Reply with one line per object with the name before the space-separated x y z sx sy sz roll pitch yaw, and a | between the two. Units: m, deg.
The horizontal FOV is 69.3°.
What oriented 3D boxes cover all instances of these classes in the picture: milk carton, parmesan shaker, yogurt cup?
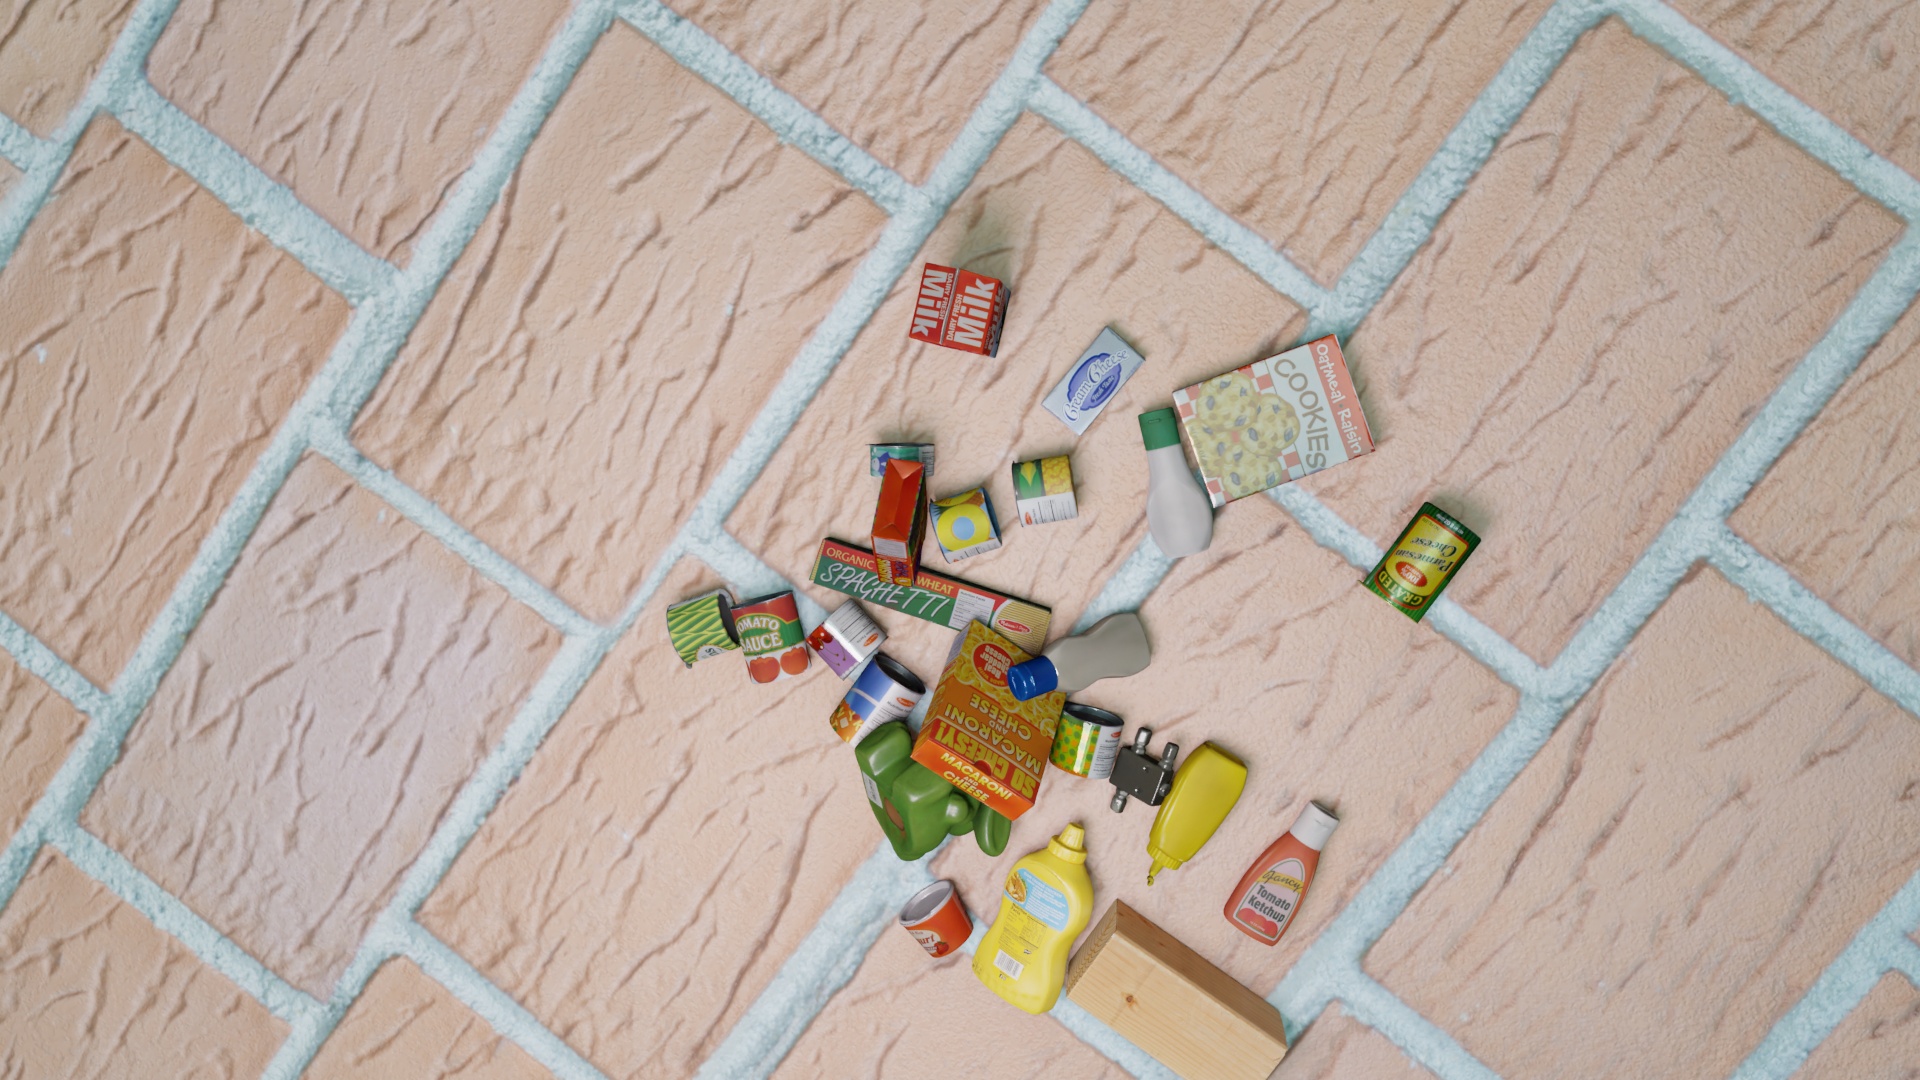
milk carton | 0.000 -0.218 1.322 0.073 0.191 0.072 14 98 5
parmesan shaker | 0.448 0.020 1.359 0.071 0.071 0.103 35 98 2
yogurt cup | -0.023 0.397 1.451 0.072 0.072 0.054 -32 99 9

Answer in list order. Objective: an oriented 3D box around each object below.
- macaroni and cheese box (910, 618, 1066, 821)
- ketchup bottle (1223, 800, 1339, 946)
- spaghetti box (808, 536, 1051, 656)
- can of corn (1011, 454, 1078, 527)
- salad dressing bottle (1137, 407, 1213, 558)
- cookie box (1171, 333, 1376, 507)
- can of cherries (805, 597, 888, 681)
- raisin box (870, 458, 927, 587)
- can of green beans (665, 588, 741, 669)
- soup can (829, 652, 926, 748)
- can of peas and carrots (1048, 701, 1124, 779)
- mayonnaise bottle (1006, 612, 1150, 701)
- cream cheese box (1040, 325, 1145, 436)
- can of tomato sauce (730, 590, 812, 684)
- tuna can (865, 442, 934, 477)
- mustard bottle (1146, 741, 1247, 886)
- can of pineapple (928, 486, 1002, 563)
macaroni and cheese box | 0.032 0.173 1.361 0.123 0.167 0.040 33 131 -10
ketchup bottle | 0.331 0.336 1.414 0.065 0.043 0.148 31 98 3
spaghetti box | -0.030 0.056 1.434 0.250 0.029 0.050 18 97 4
can of corn | 0.085 -0.052 1.394 0.058 0.071 0.071 -9 95 7
salad dressing bottle | 0.211 -0.058 1.389 0.064 0.044 0.147 -12 93 18
cookie box | 0.309 -0.118 1.374 0.167 0.040 0.123 -20 93 9
can of cherries | -0.118 0.103 1.432 0.071 0.071 0.058 -44 90 9
raisin box | -0.058 -0.016 1.369 0.040 0.123 0.086 9 67 4
can of green beans | -0.265 0.089 1.446 0.058 0.071 0.071 -18 94 8
soup can | -0.087 0.168 1.435 0.071 0.071 0.083 36 99 2
can of peas and carrots | 0.126 0.203 1.414 0.071 0.071 0.058 14 98 5
mayonnaise bottle | 0.117 0.120 1.382 0.148 0.041 0.064 -17 90 -26
cream cheese box | 0.134 -0.160 1.397 0.053 0.024 0.103 41 98 2
can of tomato sauce | -0.196 0.100 1.437 0.071 0.071 0.083 -14 95 8
tuna can | -0.062 -0.082 1.406 0.071 0.071 0.032 1 97 6
mustard bottle | 0.230 0.284 1.418 0.065 0.049 0.160 31 99 2
can of pineapple | 0.005 -0.018 1.405 0.058 0.071 0.071 -18 94 8
